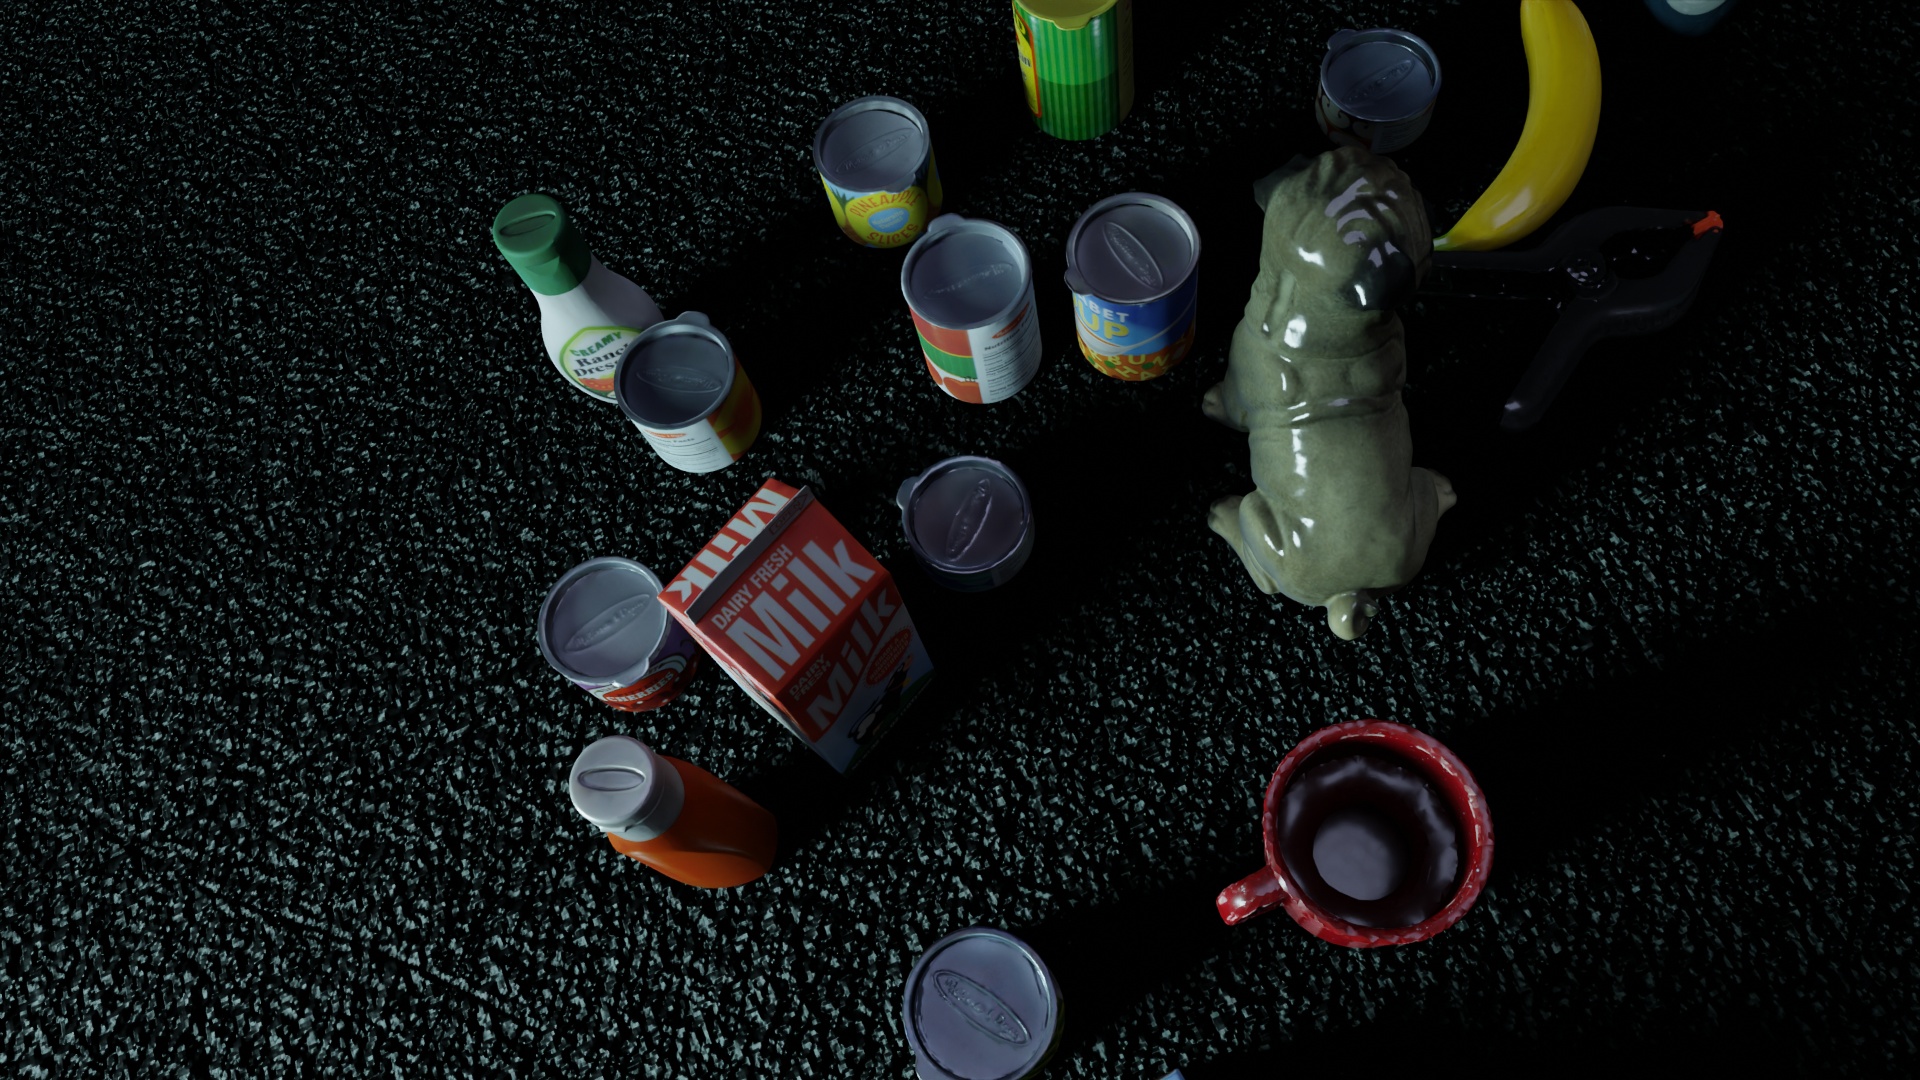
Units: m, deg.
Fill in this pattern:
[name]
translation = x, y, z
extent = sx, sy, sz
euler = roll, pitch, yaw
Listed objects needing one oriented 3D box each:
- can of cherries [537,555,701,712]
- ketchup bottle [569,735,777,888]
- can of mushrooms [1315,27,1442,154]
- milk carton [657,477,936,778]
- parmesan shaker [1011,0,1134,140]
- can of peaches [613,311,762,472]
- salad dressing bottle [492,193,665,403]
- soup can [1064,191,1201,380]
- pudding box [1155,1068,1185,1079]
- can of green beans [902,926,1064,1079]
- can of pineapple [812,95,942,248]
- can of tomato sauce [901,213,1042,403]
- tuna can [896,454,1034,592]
[can of cherries]
translation = -0.170, 0.051, 0.703
extent = 0.071, 0.058, 0.072
euler = -3, 67, 7
[ketchup bottle]
translation = -0.129, 0.123, 0.618
extent = 0.065, 0.148, 0.044
euler = -1, 68, 8
[can of mushrooms]
translation = 0.235, -0.257, 0.790
extent = 0.071, 0.033, 0.071
euler = -3, 67, 7
[milk carton]
translation = -0.072, 0.038, 0.623
extent = 0.073, 0.190, 0.072
euler = 37, 77, 20
[parmesan shaker]
translation = 0.064, -0.281, 0.785
extent = 0.071, 0.102, 0.071
euler = -3, 68, 7
[can of peaches]
translation = -0.146, -0.079, 0.754
extent = 0.071, 0.058, 0.071
euler = -3, 67, 7
[salad dressing bottle]
translation = -0.198, -0.125, 0.732
extent = 0.064, 0.147, 0.044
euler = -18, 67, 0
[soup can]
translation = 0.089, -0.130, 0.730
extent = 0.071, 0.083, 0.071
euler = -3, 68, 7
[pudding box]
translation = 0.100, 0.266, 0.582
extent = 0.030, 0.049, 0.084
euler = -30, 67, -5
[can of green beans]
translation = 0.012, 0.208, 0.614
extent = 0.071, 0.057, 0.071
euler = -3, 67, 7
[can of pineapple]
translation = -0.046, -0.208, 0.794
extent = 0.071, 0.057, 0.071
euler = -3, 67, 7
[can of tomato sauce]
translation = 0.007, -0.121, 0.737
extent = 0.071, 0.083, 0.071
euler = -3, 68, 7
[tuna can]
translation = 0.003, -0.009, 0.719
extent = 0.071, 0.032, 0.071
euler = -3, 67, 7
